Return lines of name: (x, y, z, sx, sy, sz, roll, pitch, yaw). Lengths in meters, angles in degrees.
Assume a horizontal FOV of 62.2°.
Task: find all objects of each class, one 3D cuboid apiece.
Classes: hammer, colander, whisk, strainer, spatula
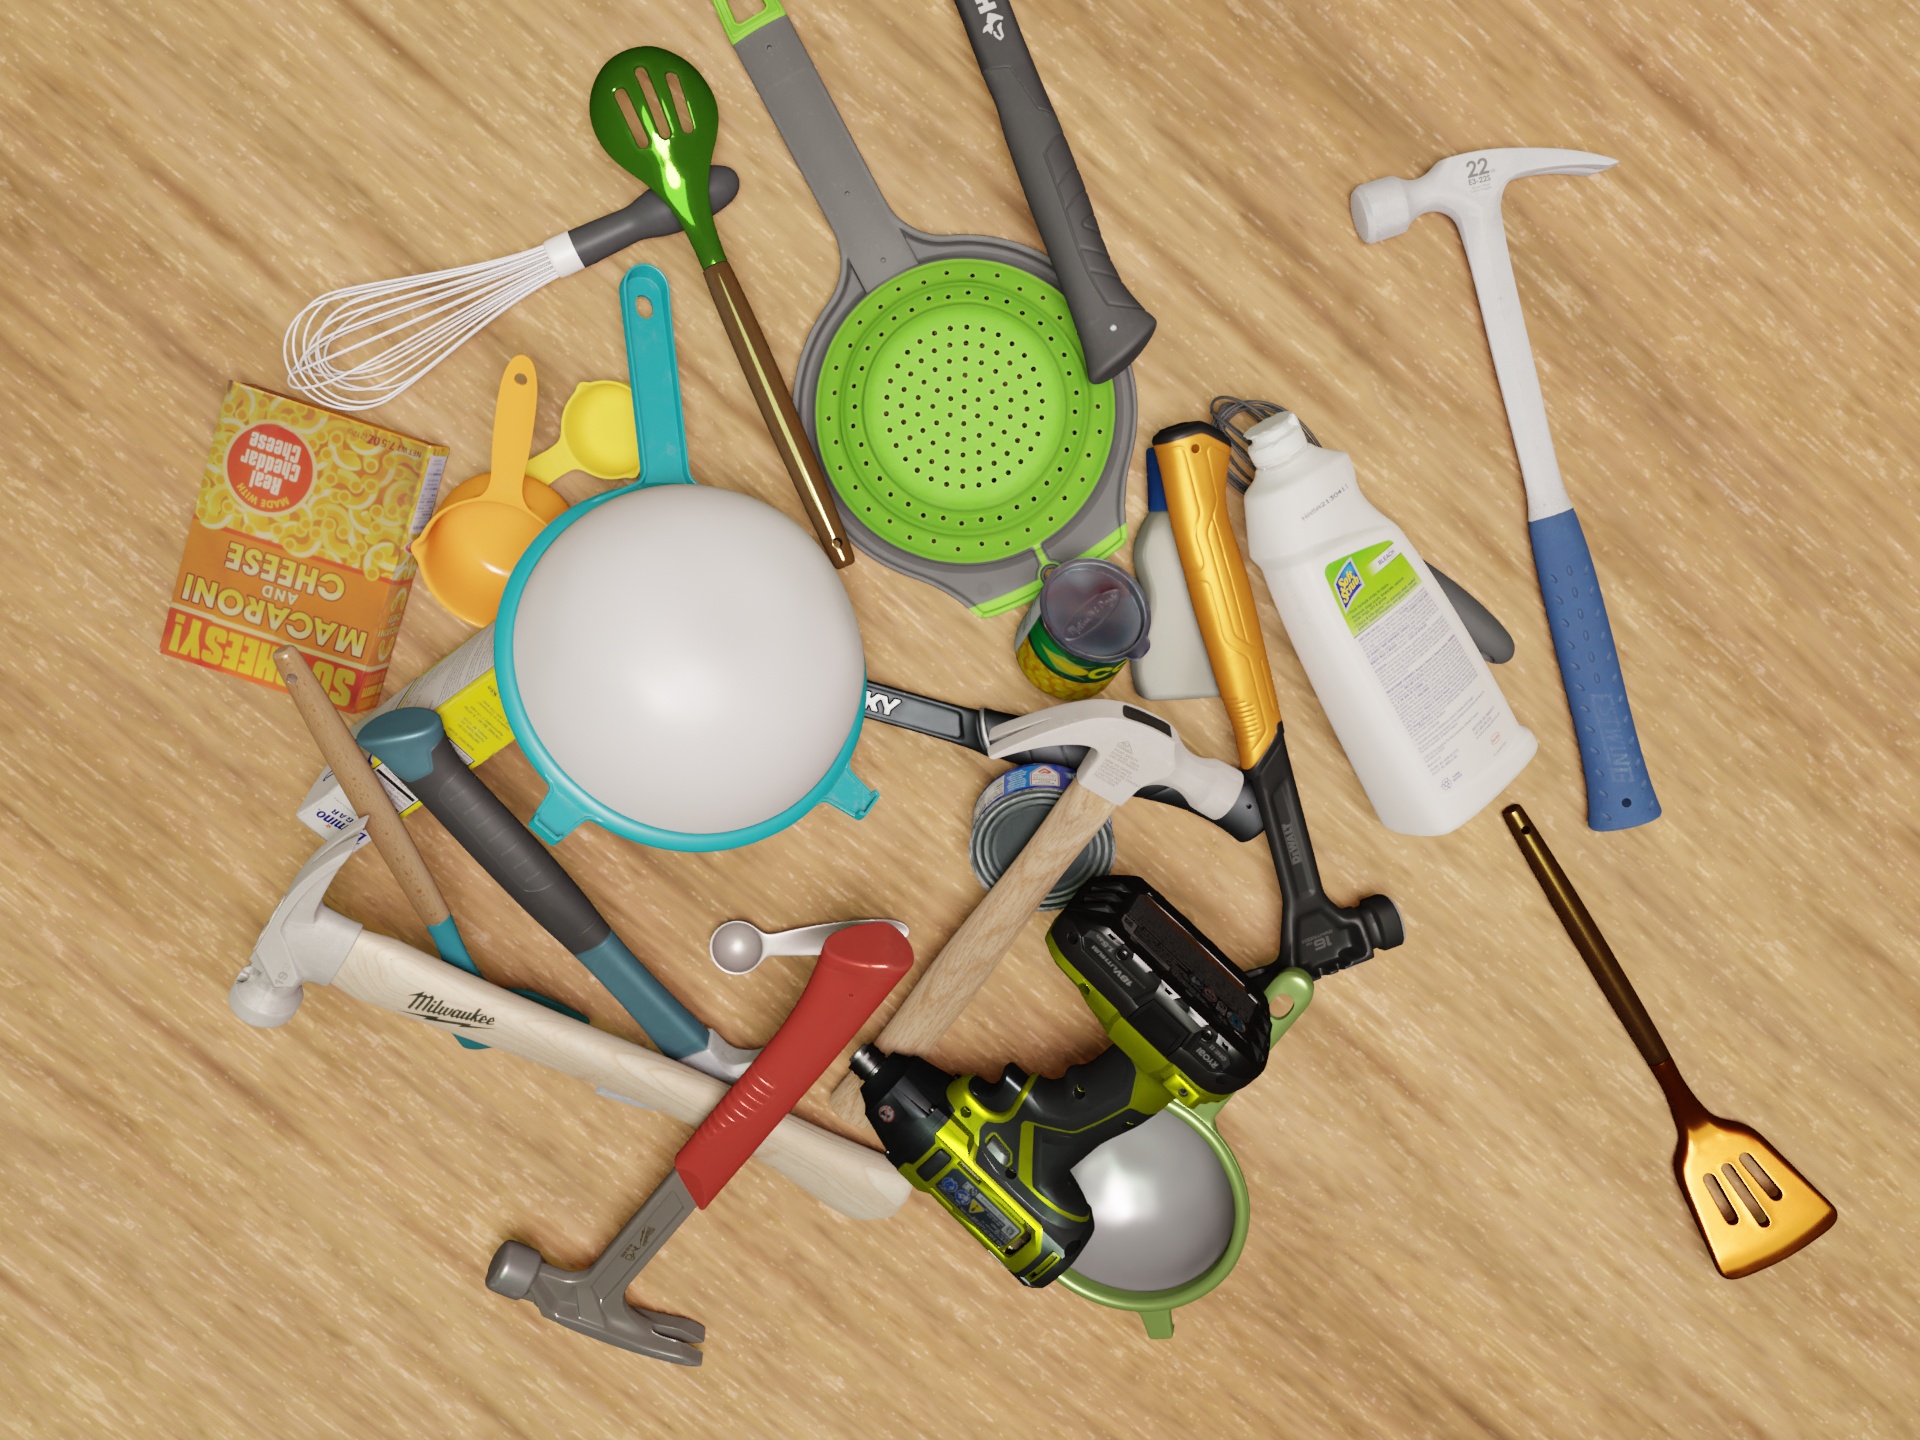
hammer: (0.161, -0.005, 0.918, 0.127, 0.034, 0.336, -18, 101, -11)
hammer: (-0.220, 0.117, 0.915, 0.128, 0.033, 0.330, -24, 122, 16)
hammer: (0.016, 0.122, 0.929, 0.130, 0.031, 0.331, 30, 115, -12)
hammer: (0.026, -0.343, 0.874, 0.146, 0.035, 0.335, -20, 85, 2)
colander: (-0.037, -0.246, 0.893, 0.204, 0.094, 0.397, -28, 97, 5)
whisk: (-0.258, -0.256, 0.918, 0.284, 0.070, 0.070, -25, 97, -1)
hammer: (-0.131, 0.250, 0.925, 0.149, 0.037, 0.359, 29, 117, -20)
strainer: (0.133, 0.237, 0.957, 0.151, 0.069, 0.256, 36, 110, 7)
spatula: (-0.308, 0.086, 0.903, 0.082, 0.044, 0.317, -13, 123, 6)
hammer: (0.350, -0.133, 0.934, 0.144, 0.035, 0.405, -16, 98, 3)
spatula: (0.421, 0.190, 0.977, 0.081, 0.041, 0.322, -32, 96, 6)
strainer: (-0.141, -0.104, 0.852, 0.211, 0.095, 0.340, -3, 77, -28)
whisk: (0.237, -0.110, 0.934, 0.239, 0.055, 0.055, 38, 97, -9)
hammer: (-0.200, 0.194, 0.927, 0.410, 0.038, 0.146, 29, 118, -20)
hammer: (-0.002, -0.003, 0.959, 0.409, 0.036, 0.149, 15, 97, -2)

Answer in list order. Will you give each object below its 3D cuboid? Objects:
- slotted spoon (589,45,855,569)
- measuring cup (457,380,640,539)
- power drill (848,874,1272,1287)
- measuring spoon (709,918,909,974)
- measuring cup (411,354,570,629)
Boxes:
slotted spoon: (-0.125, -0.232, 0.896, 0.070, 0.031, 0.313, -24, 96, -8)
measuring cup: (-0.245, -0.150, 0.950, 0.156, 0.029, 0.062, -27, 99, 16)
power drill: (0.050, 0.198, 0.898, 0.171, 0.080, 0.223, 43, 116, 4)
measuring spoon: (-0.094, 0.136, 0.992, 0.124, 0.018, 0.034, -5, 98, -5)
measuring cup: (-0.254, -0.135, 0.905, 0.095, 0.052, 0.173, 13, 122, -8)
